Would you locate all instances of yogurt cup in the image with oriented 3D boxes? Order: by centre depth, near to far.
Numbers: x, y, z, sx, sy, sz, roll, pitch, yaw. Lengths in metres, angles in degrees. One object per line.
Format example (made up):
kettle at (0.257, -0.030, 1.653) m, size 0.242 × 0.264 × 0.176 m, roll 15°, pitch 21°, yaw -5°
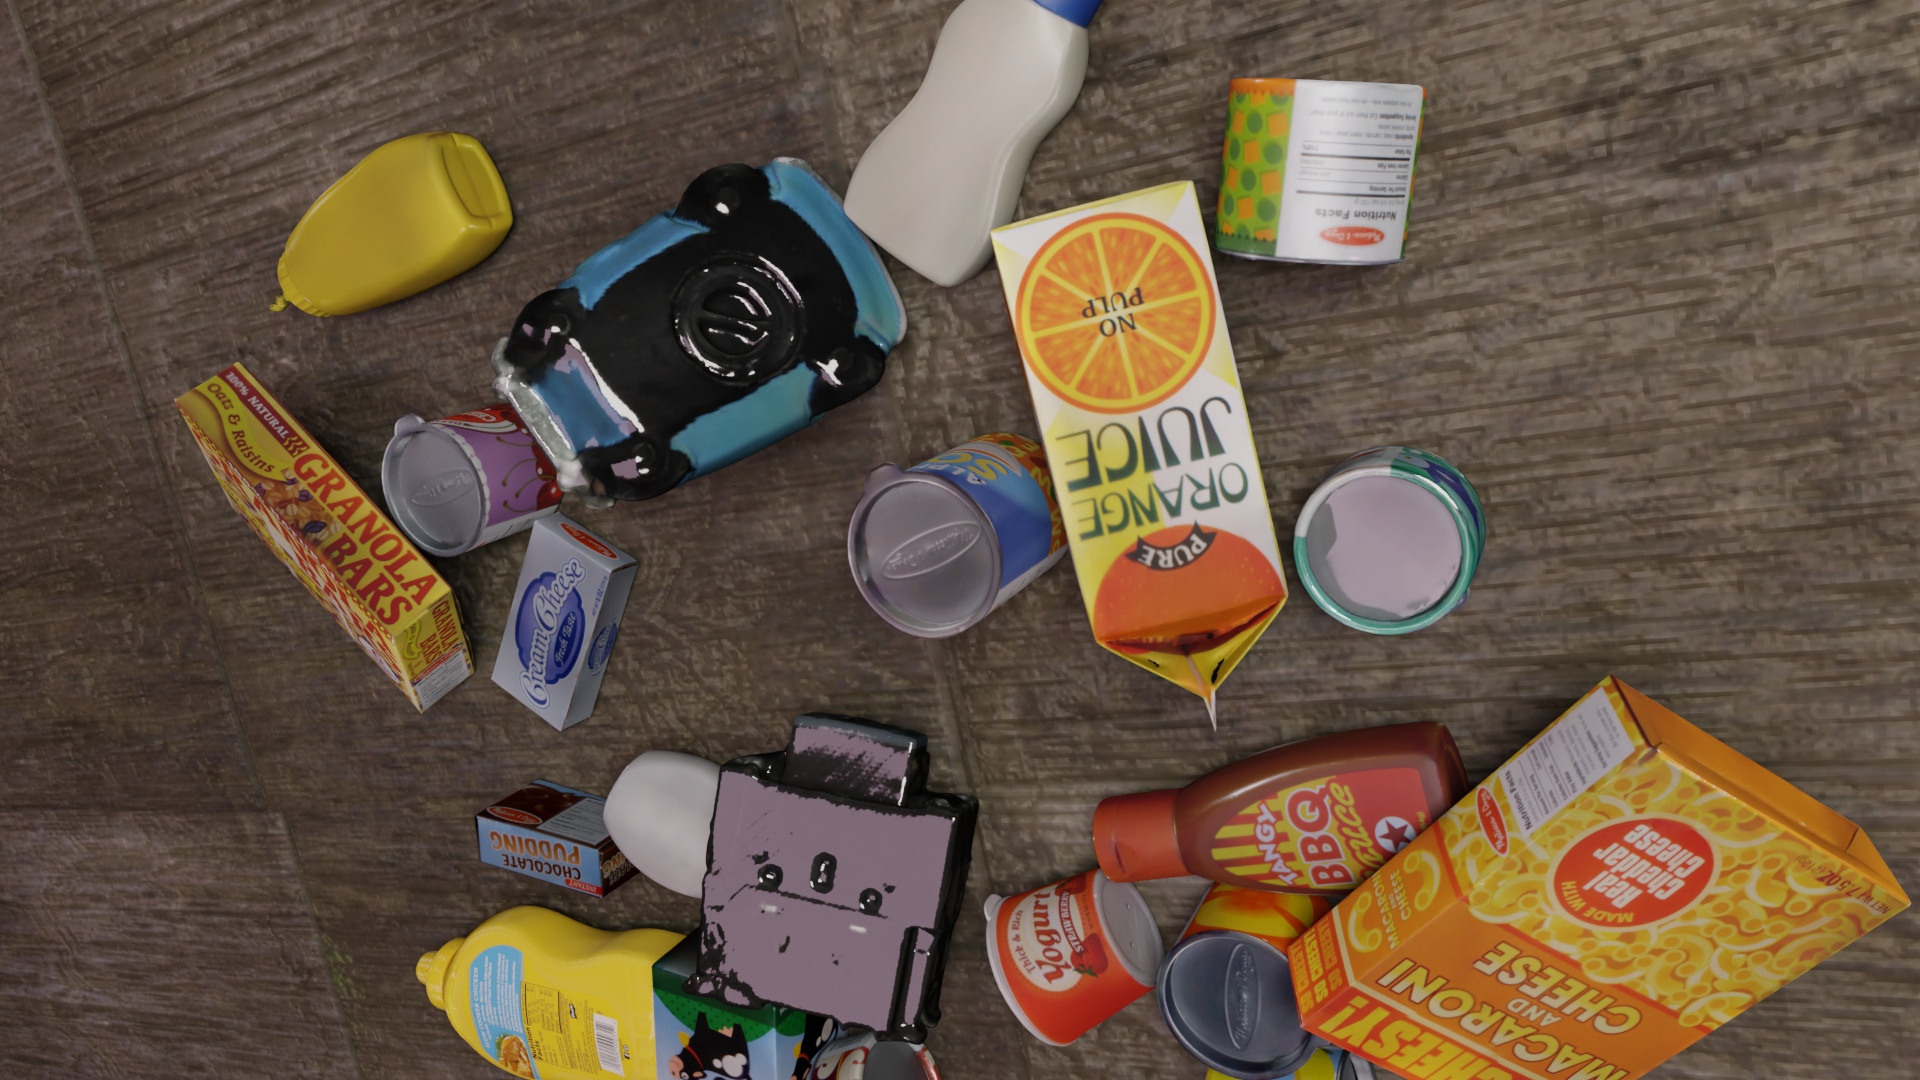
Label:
yogurt cup at (0.052, 0.178, 0.606) m, size 0.054 × 0.072 × 0.072 m, roll -33°, pitch 89°, yaw 22°

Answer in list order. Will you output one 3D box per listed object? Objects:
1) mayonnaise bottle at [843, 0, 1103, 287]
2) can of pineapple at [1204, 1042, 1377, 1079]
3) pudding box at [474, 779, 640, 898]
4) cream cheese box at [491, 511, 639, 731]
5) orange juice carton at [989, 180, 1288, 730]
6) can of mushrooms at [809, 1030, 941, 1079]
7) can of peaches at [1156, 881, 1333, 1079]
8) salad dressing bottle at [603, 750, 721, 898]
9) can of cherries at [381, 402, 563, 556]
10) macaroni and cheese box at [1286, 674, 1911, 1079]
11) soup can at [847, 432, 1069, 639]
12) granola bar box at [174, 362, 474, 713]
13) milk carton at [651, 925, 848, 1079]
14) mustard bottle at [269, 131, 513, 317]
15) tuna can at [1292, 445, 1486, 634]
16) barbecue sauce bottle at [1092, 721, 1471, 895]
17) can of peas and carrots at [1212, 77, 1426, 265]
mayonnaise bottle at (0.014, -0.173, 0.533) m, size 0.065 × 0.041 × 0.147 m, roll 38°, pitch 117°, yaw 8°
can of pineapple at (0.139, 0.244, 0.578) m, size 0.058 × 0.071 × 0.071 m, roll -10°, pitch 101°, yaw 29°
pudding box at (-0.208, 0.156, 0.736) m, size 0.084 × 0.050 × 0.030 m, roll 9°, pitch 108°, yaw 23°
cream cheese box at (-0.204, 0.042, 0.715) m, size 0.053 × 0.024 × 0.103 m, roll 31°, pitch 116°, yaw 17°
orange juice carton at (0.070, -0.030, 0.517) m, size 0.073 × 0.072 × 0.192 m, roll -14°, pitch 99°, yaw 5°
can of mushrooms at (-0.039, 0.275, 0.676) m, size 0.033 × 0.071 × 0.071 m, roll -28°, pitch 92°, yaw 29°
can of peaches at (0.124, 0.177, 0.572) m, size 0.071 × 0.058 × 0.071 m, roll 7°, pitch 108°, yaw 24°
salad dressing bottle at (-0.105, 0.158, 0.687) m, size 0.148 × 0.044 × 0.064 m, roll 28°, pitch 93°, yaw 14°
can of cherries at (-0.242, -0.034, 0.691) m, size 0.071 × 0.058 × 0.071 m, roll 8°, pitch 109°, yaw 25°
macaroni and cheese box at (0.219, 0.138, 0.496) m, size 0.123 × 0.040 × 0.165 m, roll 29°, pitch 120°, yaw -15°
soup can at (0.002, -0.007, 0.563) m, size 0.071 × 0.084 × 0.071 m, roll 8°, pitch 108°, yaw 24°
granola bar box at (-0.324, 0.002, 0.720) m, size 0.165 × 0.039 × 0.123 m, roll 44°, pitch 153°, yaw 8°
milk carton at (-0.105, 0.291, 0.711) m, size 0.073 × 0.072 × 0.189 m, roll 9°, pitch 109°, yaw 24°
mustard bottle at (-0.293, -0.147, 0.688) m, size 0.160 × 0.049 × 0.065 m, roll -18°, pitch 97°, yaw 30°
tuna can at (0.161, 0.002, 0.516) m, size 0.071 × 0.033 × 0.071 m, roll 8°, pitch 108°, yaw 25°
barbecue sauce bottle at (0.127, 0.113, 0.560) m, size 0.148 × 0.044 × 0.064 m, roll -13°, pitch 104°, yaw 29°
can of peas and carrots at (0.122, -0.128, 0.480) m, size 0.071 × 0.071 × 0.058 m, roll 11°, pitch 109°, yaw 23°
